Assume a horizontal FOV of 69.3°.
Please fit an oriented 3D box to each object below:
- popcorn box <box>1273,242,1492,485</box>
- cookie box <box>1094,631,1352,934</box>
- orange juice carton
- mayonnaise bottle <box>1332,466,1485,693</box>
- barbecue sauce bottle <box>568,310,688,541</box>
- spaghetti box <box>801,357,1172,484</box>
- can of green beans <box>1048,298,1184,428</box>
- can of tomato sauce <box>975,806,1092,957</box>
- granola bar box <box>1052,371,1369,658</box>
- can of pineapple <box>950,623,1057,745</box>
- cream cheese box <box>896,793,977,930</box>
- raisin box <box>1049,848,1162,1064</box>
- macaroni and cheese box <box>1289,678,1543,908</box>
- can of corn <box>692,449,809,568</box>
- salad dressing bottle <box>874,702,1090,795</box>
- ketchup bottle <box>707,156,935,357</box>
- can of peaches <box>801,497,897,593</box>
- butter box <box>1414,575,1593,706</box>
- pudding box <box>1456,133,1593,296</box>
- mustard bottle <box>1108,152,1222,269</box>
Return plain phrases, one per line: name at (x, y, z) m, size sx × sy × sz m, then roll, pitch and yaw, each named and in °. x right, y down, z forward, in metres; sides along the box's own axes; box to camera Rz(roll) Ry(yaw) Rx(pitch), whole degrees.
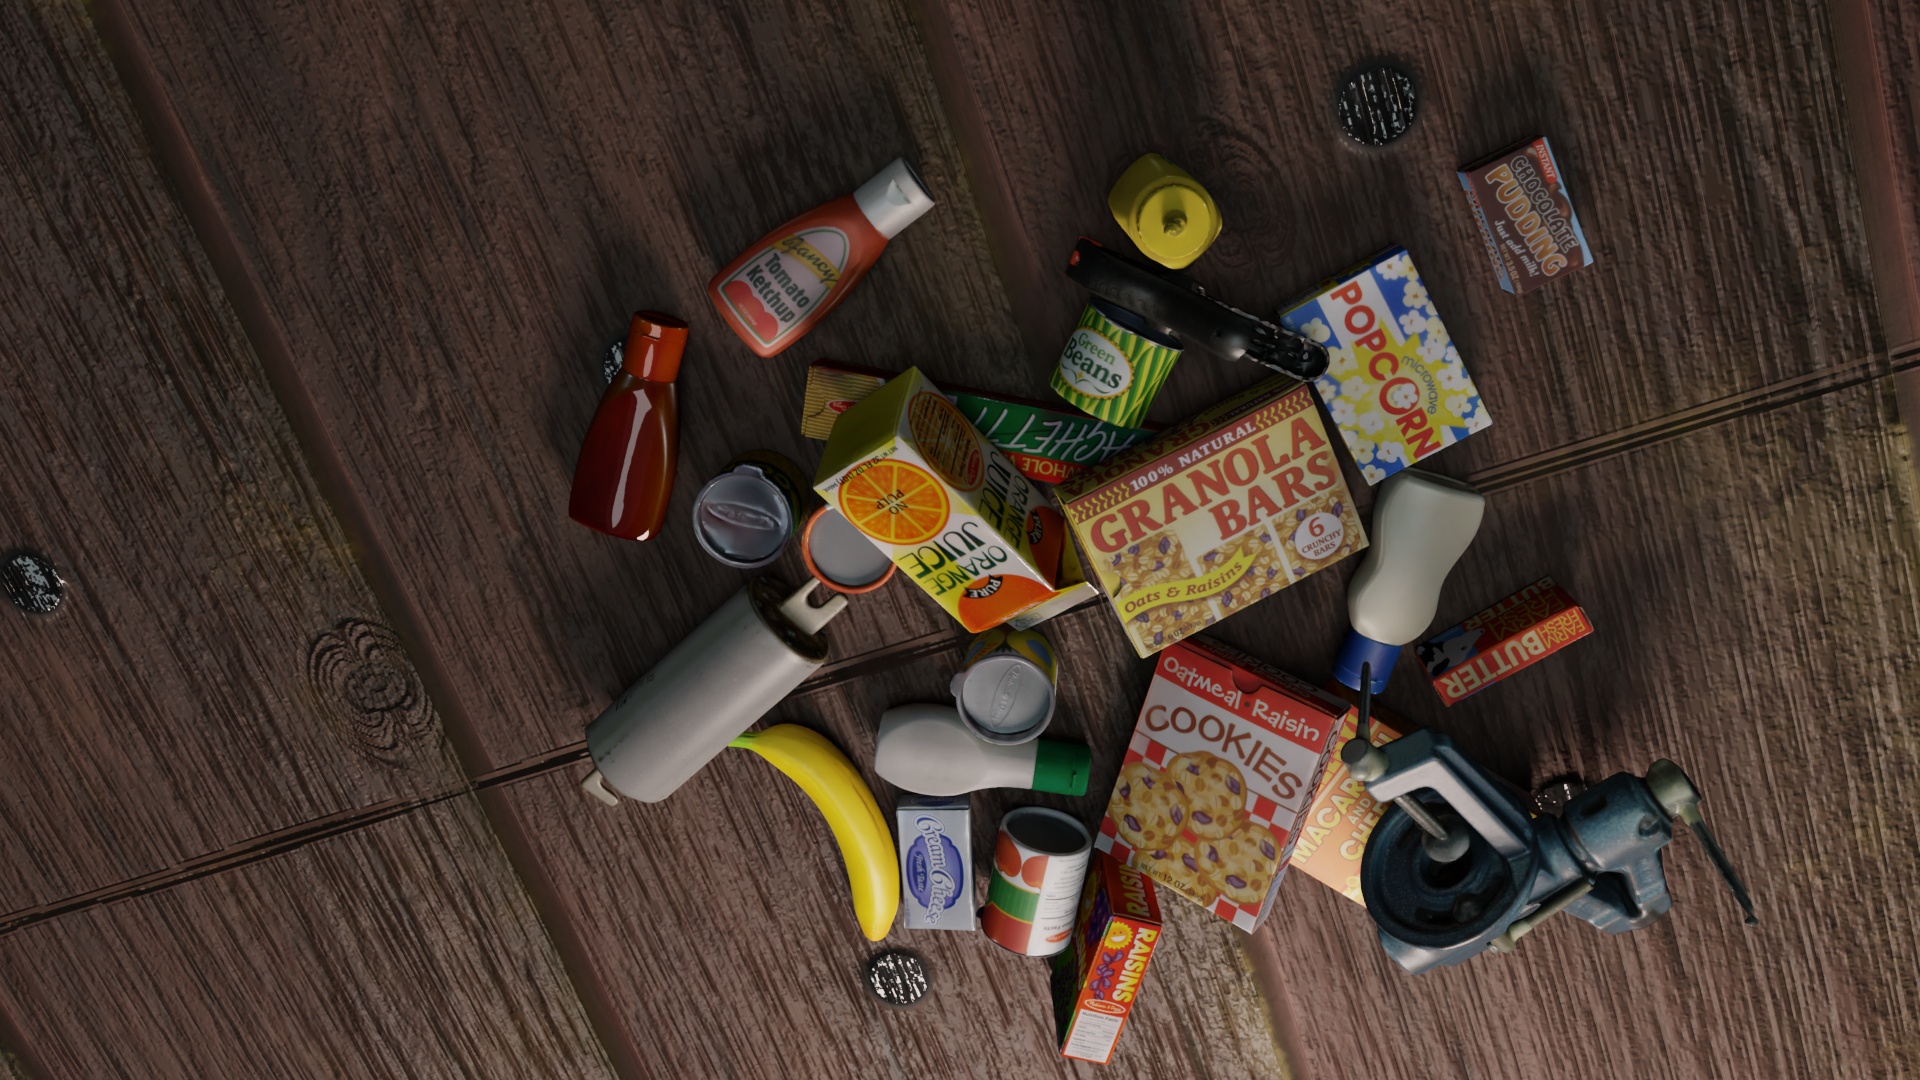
popcorn box at (0.262, -0.109, 0.864) m, size 0.085 × 0.038 × 0.126 m, roll -28°, pitch 103°, yaw 13°
cookie box at (0.173, 0.159, 0.932) m, size 0.123 × 0.040 × 0.166 m, roll 25°, pitch 110°, yaw 25°
orange juice carton at (0.003, -0.011, 0.882) m, size 0.071 × 0.073 × 0.192 m, roll -29°, pitch 121°, yaw 32°
mayonnaise bottle at (0.285, 0.028, 0.906) m, size 0.065 × 0.041 × 0.147 m, roll 16°, pitch 110°, yaw -2°
barbecue sauce bottle at (-0.214, -0.077, 0.920) m, size 0.065 × 0.044 × 0.148 m, roll 18°, pitch 108°, yaw 0°
spaghetti box at (0.023, -0.071, 0.906) m, size 0.250 × 0.029 × 0.050 m, roll 11°, pitch 109°, yaw 2°
can of green beans at (0.096, -0.110, 0.866) m, size 0.071 × 0.071 × 0.057 m, roll 27°, pitch 109°, yaw -3°
can of tomato sauce at (0.052, 0.240, 0.986) m, size 0.071 × 0.071 × 0.082 m, roll 11°, pitch 108°, yaw 2°
granola bar box at (0.160, -0.016, 0.880) m, size 0.165 × 0.039 × 0.124 m, roll -27°, pitch 113°, yaw 2°
can of pineapple at (0.031, 0.096, 0.944) m, size 0.071 × 0.058 × 0.070 m, roll 2°, pitch 108°, yaw 5°
cream cheese box at (-0.017, 0.235, 1.011) m, size 0.053 × 0.024 × 0.103 m, roll -1°, pitch 108°, yaw 6°
raisin box at (0.101, 0.292, 0.986) m, size 0.040 × 0.086 × 0.123 m, roll 15°, pitch 109°, yaw -6°
macaroni and cheese box at (0.294, 0.189, 0.958) m, size 0.166 × 0.040 × 0.123 m, roll 30°, pitch 107°, yaw -5°
can of corn at (-0.137, -0.024, 0.921) m, size 0.071 × 0.058 × 0.071 m, roll 2°, pitch 108°, yaw 5°
salad dressing bottle at (0.016, 0.151, 0.972) m, size 0.148 × 0.044 × 0.064 m, roll 8°, pitch 107°, yaw 2°
ketchup bottle at (-0.084, -0.181, 0.873) m, size 0.148 × 0.044 × 0.064 m, roll -35°, pitch 101°, yaw 14°
can of peaches at (-0.068, -0.002, 0.922) m, size 0.071 × 0.058 × 0.071 m, roll 2°, pitch 108°, yaw 5°
butter box at (0.352, 0.065, 0.905) m, size 0.103 × 0.053 × 0.024 m, roll -31°, pitch 105°, yaw 14°
pudding box at (0.339, -0.195, 0.834) m, size 0.049 × 0.030 × 0.083 m, roll -24°, pitch 104°, yaw 12°
mustard bottle at (0.119, -0.185, 0.790) m, size 0.065 × 0.161 × 0.048 m, roll 40°, pitch 106°, yaw -9°
